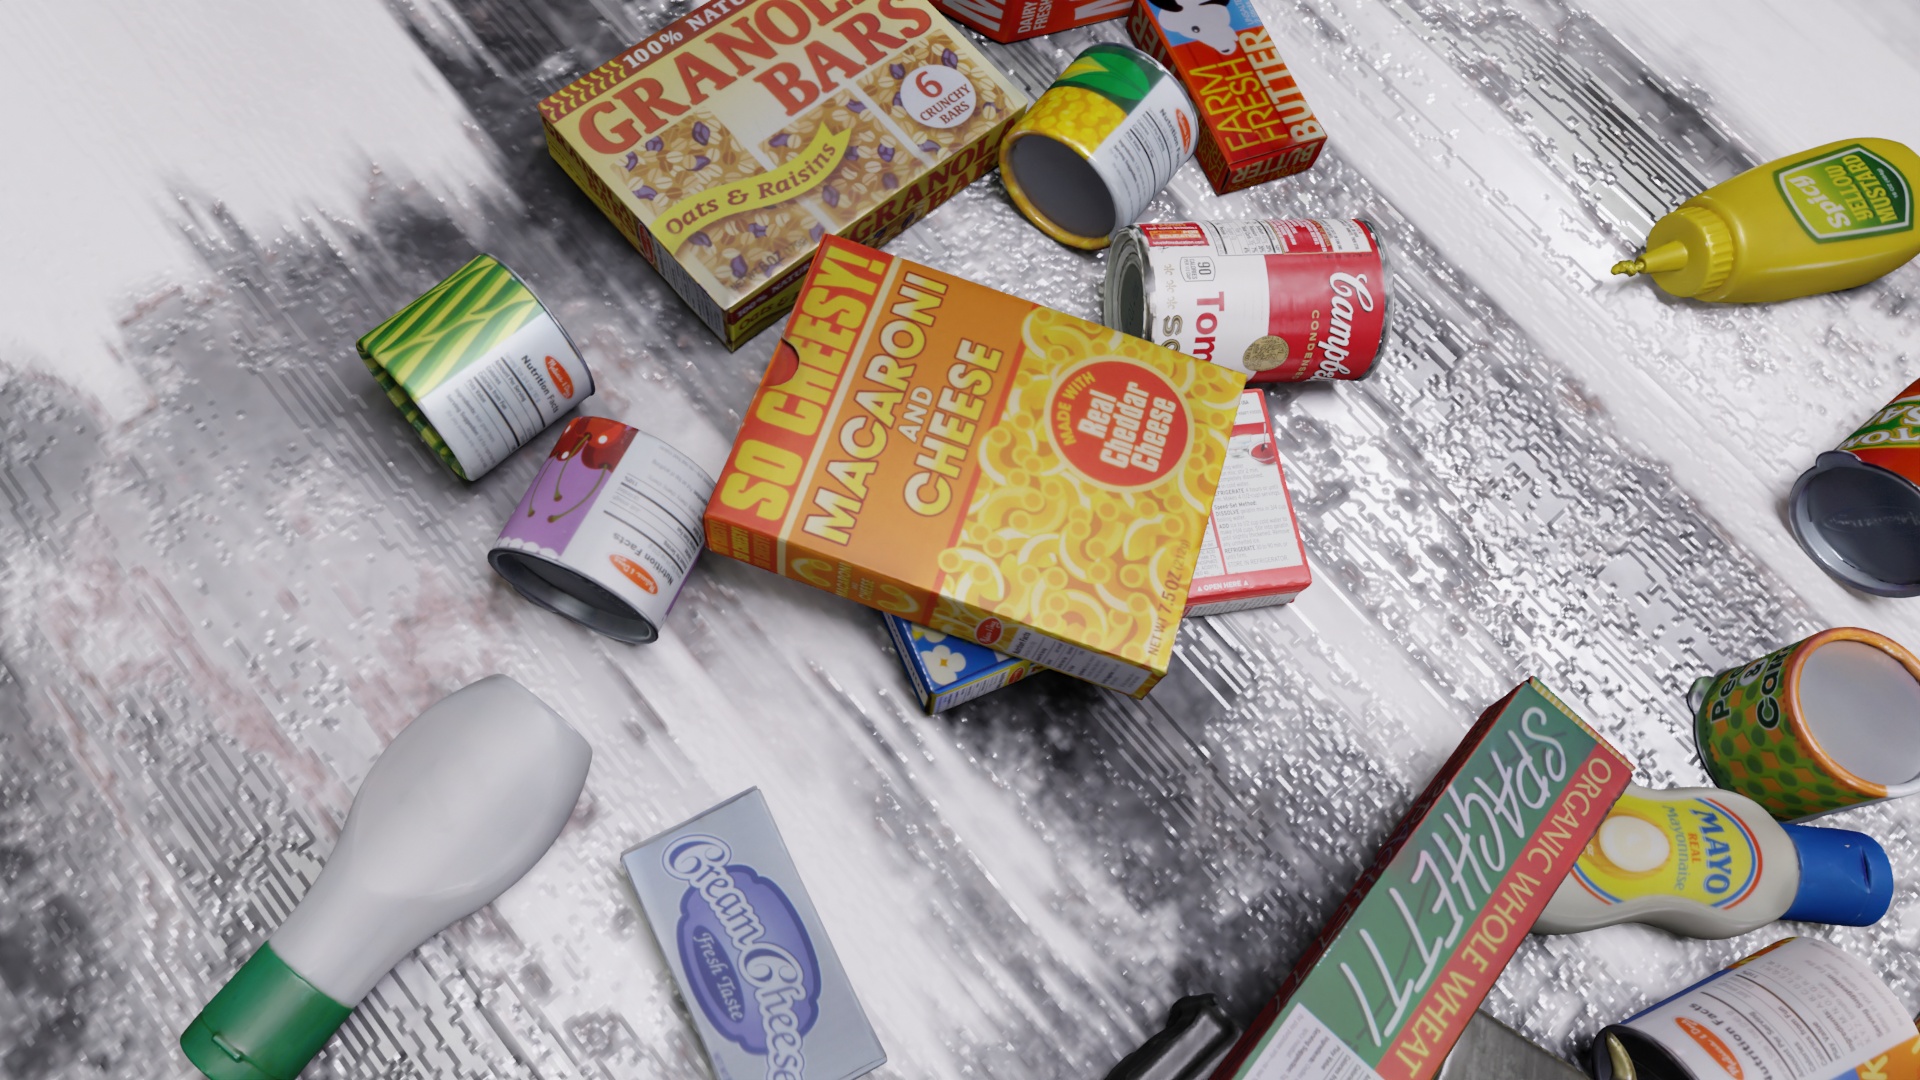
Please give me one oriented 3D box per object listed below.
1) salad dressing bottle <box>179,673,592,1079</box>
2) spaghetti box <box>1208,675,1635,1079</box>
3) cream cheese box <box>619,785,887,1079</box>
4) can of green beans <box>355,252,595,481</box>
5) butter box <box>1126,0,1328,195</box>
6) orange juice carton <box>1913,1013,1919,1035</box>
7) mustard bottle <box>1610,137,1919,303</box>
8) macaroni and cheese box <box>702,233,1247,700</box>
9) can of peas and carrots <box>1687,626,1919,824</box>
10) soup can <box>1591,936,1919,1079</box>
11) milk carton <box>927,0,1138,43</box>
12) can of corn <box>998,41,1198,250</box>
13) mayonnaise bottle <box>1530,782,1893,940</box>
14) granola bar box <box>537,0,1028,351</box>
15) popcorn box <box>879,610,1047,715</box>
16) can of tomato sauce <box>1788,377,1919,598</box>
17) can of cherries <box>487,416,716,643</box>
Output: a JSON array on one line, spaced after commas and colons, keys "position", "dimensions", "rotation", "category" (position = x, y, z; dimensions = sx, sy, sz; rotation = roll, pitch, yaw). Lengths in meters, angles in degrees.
[{"position": [-0.189, 0.114, 0.463], "dimensions": [0.064, 0.044, 0.148], "rotation": [37, 70, 5], "category": "salad dressing bottle"}, {"position": [0.136, 0.145, 0.446], "dimensions": [0.050, 0.028, 0.251], "rotation": [42, 64, 10], "category": "spaghetti box"}, {"position": [-0.072, 0.143, 0.476], "dimensions": [0.053, 0.024, 0.104], "rotation": [-24, 74, -16], "category": "cream cheese box"}, {"position": [-0.181, -0.064, 0.521], "dimensions": [0.058, 0.071, 0.071], "rotation": [-41, 79, -19], "category": "can of green beans"}, {"position": [0.122, -0.213, 0.642], "dimensions": [0.053, 0.024, 0.104], "rotation": [-18, 72, -15], "category": "butter box"}, {"position": [0.428, 0.169, 0.508], "dimensions": [0.193, 0.071, 0.073], "rotation": [-38, 78, -19], "category": "orange juice carton"}, {"position": [0.368, -0.139, 0.633], "dimensions": [0.160, 0.048, 0.065], "rotation": [-16, 70, -13], "category": "mustard bottle"}, {"position": [0.007, -0.029, 0.503], "dimensions": [0.166, 0.040, 0.124], "rotation": [19, 67, 0], "category": "macaroni and cheese box"}, {"position": [0.333, 0.071, 0.541], "dimensions": [0.071, 0.058, 0.071], "rotation": [3, 68, -7], "category": "can of peas and carrots"}, {"position": [0.278, 0.187, 0.486], "dimensions": [0.084, 0.071, 0.071], "rotation": [-19, 73, -15], "category": "soup can"}, {"position": [0.061, -0.291, 0.639], "dimensions": [0.191, 0.072, 0.073], "rotation": [-18, 72, -15], "category": "milk carton"}, {"position": [0.056, -0.168, 0.595], "dimensions": [0.071, 0.071, 0.058], "rotation": [37, 69, 7], "category": "can of corn"}, {"position": [0.269, 0.120, 0.522], "dimensions": [0.148, 0.041, 0.065], "rotation": [7, 66, -4], "category": "mayonnaise bottle"}, {"position": [-0.073, -0.176, 0.593], "dimensions": [0.166, 0.039, 0.124], "rotation": [-39, 79, -19], "category": "granola bar box"}, {"position": [0.002, -0.007, 0.538], "dimensions": [0.085, 0.038, 0.127], "rotation": [-21, 73, -14], "category": "popcorn box"}, {"position": [0.405, -0.027, 0.585], "dimensions": [0.083, 0.071, 0.071], "rotation": [-33, 77, -19], "category": "can of tomato sauce"}, {"position": [-0.129, -0.004, 0.506], "dimensions": [0.071, 0.071, 0.058], "rotation": [23, 68, 2], "category": "can of cherries"}]
